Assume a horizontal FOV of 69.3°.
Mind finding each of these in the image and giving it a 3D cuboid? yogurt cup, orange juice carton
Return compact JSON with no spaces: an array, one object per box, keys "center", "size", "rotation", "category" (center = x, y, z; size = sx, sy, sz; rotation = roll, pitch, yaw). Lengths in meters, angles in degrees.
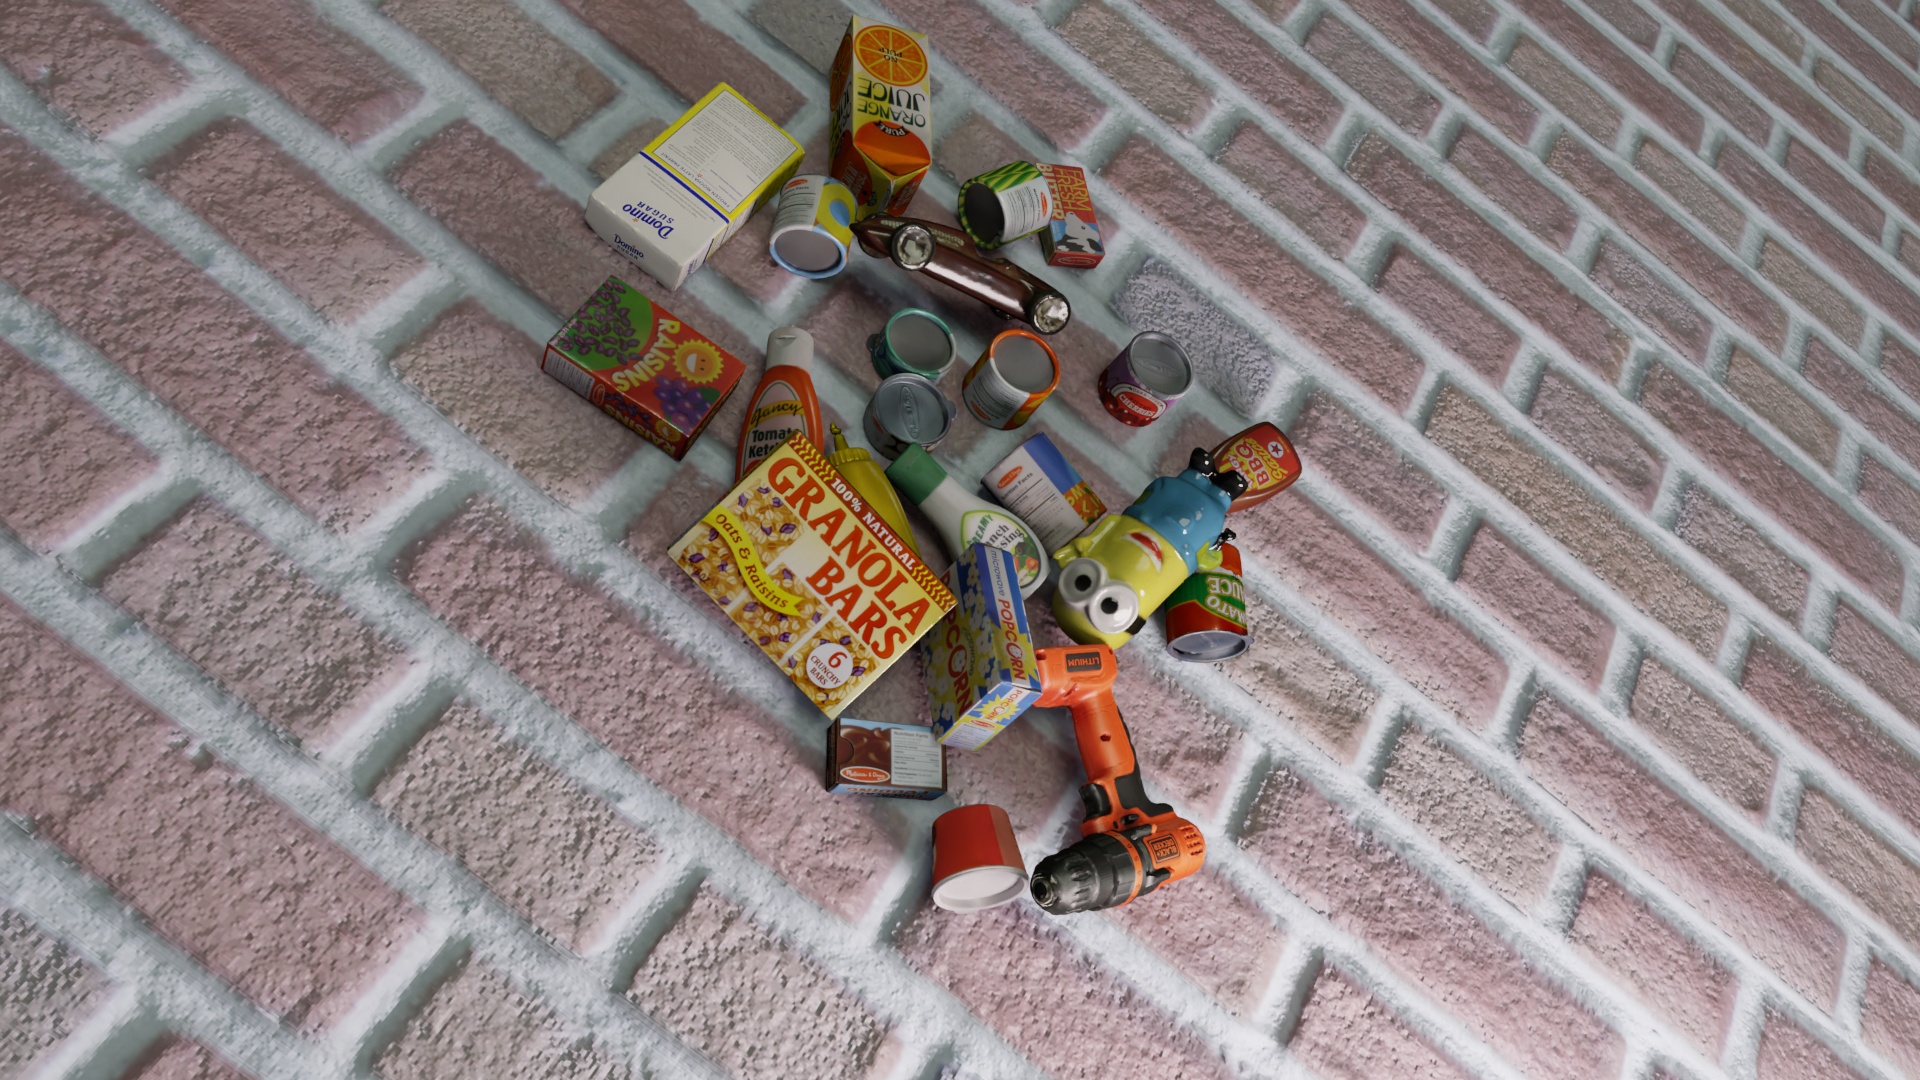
[{"center":[0.011,0.219,0.964],"size":[0.072,0.072,0.054],"rotation":[7,50,-22],"category":"yogurt cup"},{"center":[-0.071,-0.358,1.215],"size":[0.073,0.071,0.193],"rotation":[9,62,-20],"category":"orange juice carton"}]

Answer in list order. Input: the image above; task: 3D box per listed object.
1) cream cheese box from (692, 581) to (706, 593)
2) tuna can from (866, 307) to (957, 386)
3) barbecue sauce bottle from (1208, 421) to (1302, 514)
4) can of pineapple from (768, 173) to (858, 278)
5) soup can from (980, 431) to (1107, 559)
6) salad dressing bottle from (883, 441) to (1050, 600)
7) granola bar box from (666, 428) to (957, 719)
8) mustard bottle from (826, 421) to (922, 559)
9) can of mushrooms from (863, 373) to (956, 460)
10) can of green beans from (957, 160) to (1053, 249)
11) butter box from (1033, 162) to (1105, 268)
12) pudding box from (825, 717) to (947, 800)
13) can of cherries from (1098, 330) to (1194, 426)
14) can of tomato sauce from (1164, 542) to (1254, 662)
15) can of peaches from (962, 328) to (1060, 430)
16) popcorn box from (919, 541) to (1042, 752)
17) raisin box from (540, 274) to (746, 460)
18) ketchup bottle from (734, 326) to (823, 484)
[{"center":[-0.142,0.003,0.997],"size":[0.053,0.024,0.104],"rotation":[32,88,-8],"category":"cream cheese box"},{"center":[-0.040,-0.159,1.152],"size":[0.071,0.032,0.071],"rotation":[11,61,-20],"category":"tuna can"},{"center":[0.232,-0.052,1.218],"size":[0.149,0.043,0.065],"rotation":[-27,79,-33],"category":"barbecue sauce bottle"},{"center":[-0.120,-0.258,1.146],"size":[0.071,0.070,0.058],"rotation":[17,60,-16],"category":"can of pineapple"},{"center":[0.069,-0.037,1.122],"size":[0.072,0.071,0.084],"rotation":[-37,85,-34],"category":"soup can"},{"center":[0.004,-0.014,1.083],"size":[0.147,0.044,0.064],"rotation":[44,77,-4],"category":"salad dressing bottle"},{"center":[-0.103,0.023,0.972],"size":[0.124,0.039,0.165],"rotation":[-43,104,-4],"category":"granola bar box"},{"center":[-0.074,-0.019,1.054],"size":[0.065,0.048,0.160],"rotation":[-11,69,-16],"category":"mustard bottle"},{"center":[-0.041,-0.098,1.120],"size":[0.071,0.033,0.071],"rotation":[11,61,-20],"category":"can of mushrooms"},{"center":[0.040,-0.299,1.241],"size":[0.058,0.071,0.071],"rotation":[-29,80,-33],"category":"can of green beans"},{"center":[0.097,-0.304,1.295],"size":[0.053,0.024,0.104],"rotation":[-1,65,-24],"category":"butter box"},{"center":[-0.053,0.155,0.988],"size":[0.084,0.030,0.050],"rotation":[9,63,-21],"category":"pudding box"},{"center":[0.162,-0.140,1.221],"size":[0.071,0.058,0.072],"rotation":[11,61,-21],"category":"can of cherries"},{"center":[0.201,0.049,1.136],"size":[0.071,0.071,0.083],"rotation":[11,61,-20],"category":"can of tomato sauce"},{"center":[0.044,-0.137,1.165],"size":[0.071,0.057,0.071],"rotation":[10,62,-20],"category":"can of peaches"},{"center":[0.011,0.076,1.006],"size":[0.038,0.085,0.127],"rotation":[17,44,-31],"category":"popcorn box"},{"center":[-0.237,-0.130,1.042],"size":[0.123,0.040,0.086],"rotation":[34,55,-5],"category":"raisin box"},{"center":[-0.135,-0.093,1.064],"size":[0.065,0.043,0.149],"rotation":[-2,62,6],"category":"ketchup bottle"}]
